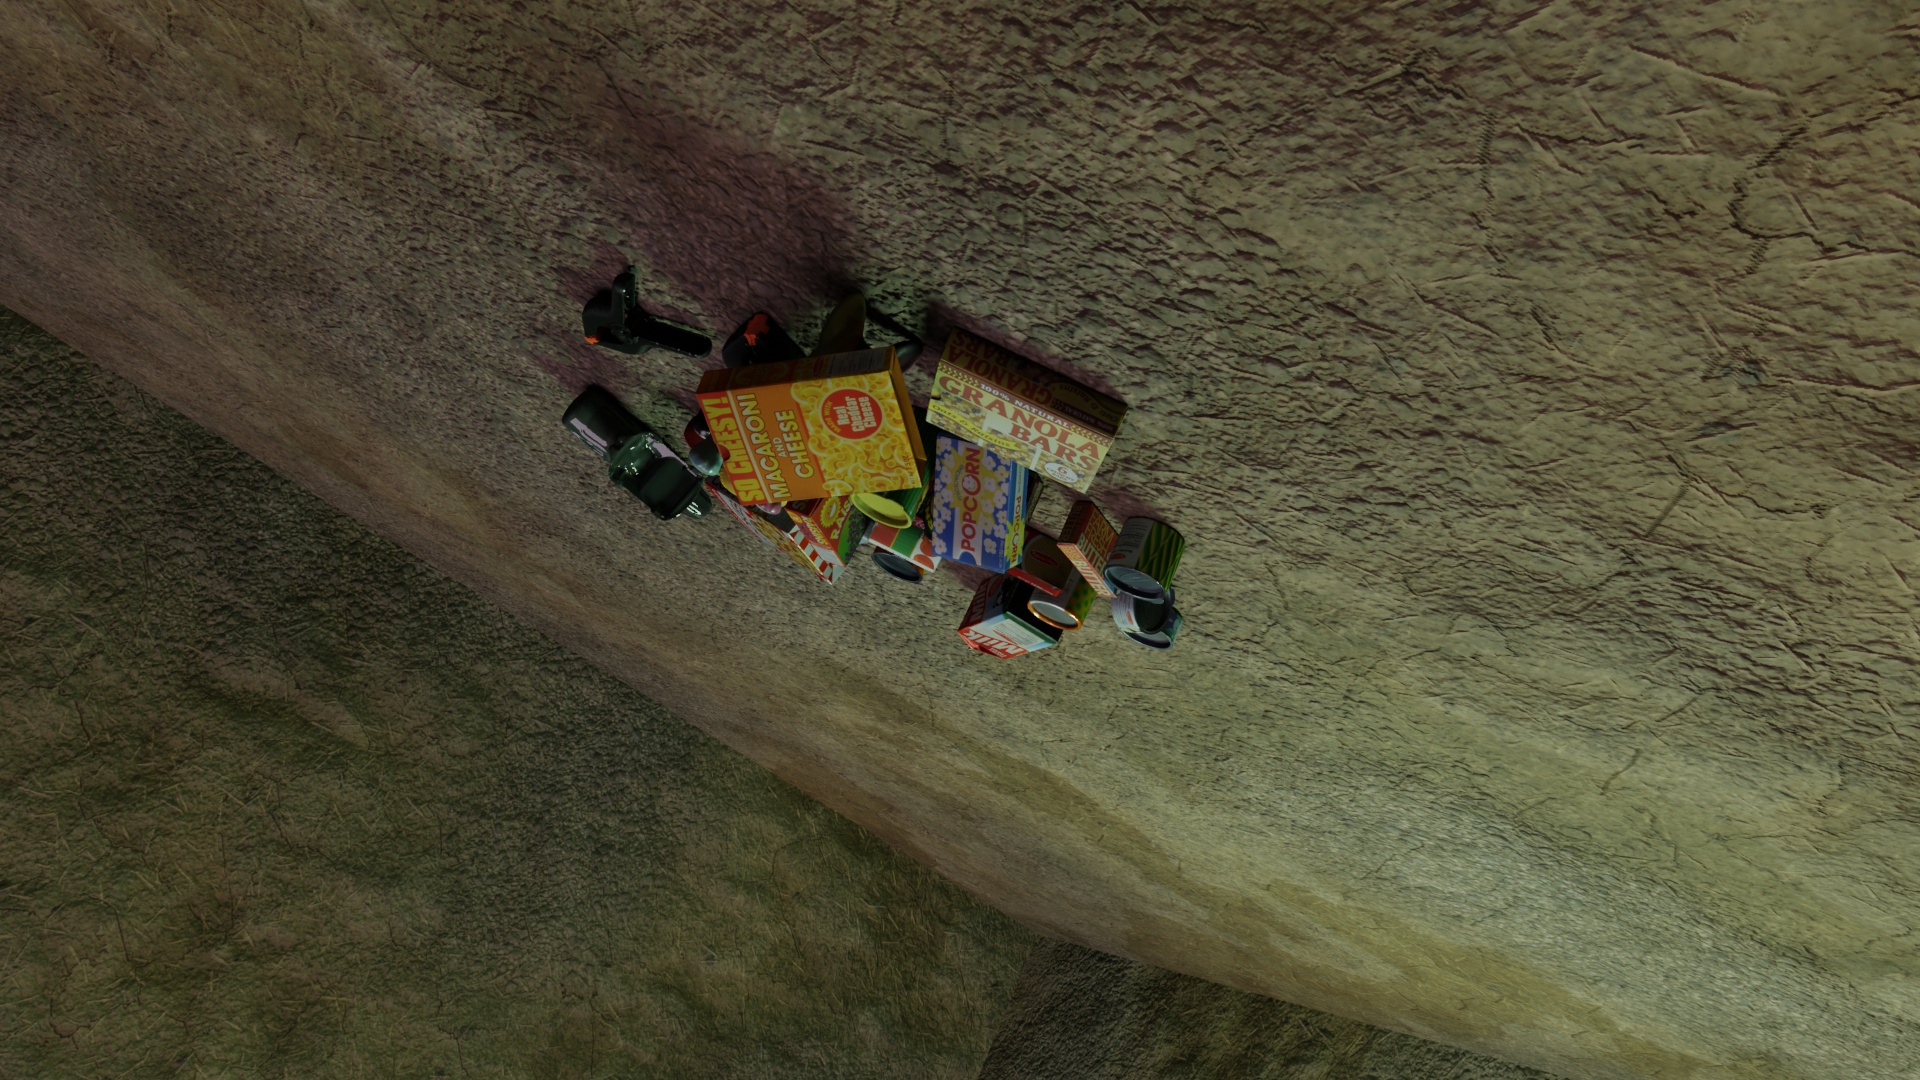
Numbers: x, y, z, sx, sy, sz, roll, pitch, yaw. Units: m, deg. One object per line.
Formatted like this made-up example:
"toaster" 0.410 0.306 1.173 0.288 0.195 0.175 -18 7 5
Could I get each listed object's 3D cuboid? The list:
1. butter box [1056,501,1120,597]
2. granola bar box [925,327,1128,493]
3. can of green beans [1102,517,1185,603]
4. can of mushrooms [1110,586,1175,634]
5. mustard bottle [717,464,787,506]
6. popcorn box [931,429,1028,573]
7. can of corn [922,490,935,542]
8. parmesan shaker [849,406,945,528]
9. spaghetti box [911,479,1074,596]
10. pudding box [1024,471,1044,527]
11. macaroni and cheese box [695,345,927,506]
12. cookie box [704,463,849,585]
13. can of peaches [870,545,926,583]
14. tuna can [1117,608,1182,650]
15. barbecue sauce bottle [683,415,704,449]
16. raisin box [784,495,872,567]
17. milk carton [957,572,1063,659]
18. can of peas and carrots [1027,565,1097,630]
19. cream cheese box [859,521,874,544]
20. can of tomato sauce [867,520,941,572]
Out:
"butter box" 0.137 0.010 1.403 0.024 0.053 0.103 5 151 39
"granola bar box" 0.055 -0.112 1.233 0.165 0.039 0.123 25 159 3
"can of green beans" 0.181 0.018 1.365 0.071 0.058 0.071 22 158 10
"can of mushrooms" 0.191 0.064 1.454 0.033 0.071 0.071 2 148 46
"mustard bottle" -0.240 -0.076 1.631 0.160 0.065 0.048 8 144 50
"popcorn box" 0.019 -0.041 1.343 0.085 0.038 0.126 14 112 28
"can of corn" -0.002 -0.031 1.443 0.071 0.071 0.058 29 158 -8
"parmesan shaker" -0.055 -0.073 1.361 0.071 0.103 0.071 23 159 9
"spaghetti box" 0.005 -0.019 1.493 0.250 0.050 0.028 27 157 -1
"pudding box" 0.036 -0.049 1.388 0.084 0.050 0.030 15 158 28
"macaroni and cheese box" -0.124 -0.094 1.173 0.166 0.040 0.123 -6 130 12
"cookie box" -0.227 -0.022 1.712 0.168 0.040 0.122 30 164 36
"can of peaches" -0.062 0.008 1.621 0.071 0.058 0.071 23 158 10
"tuna can" 0.208 0.090 1.537 0.071 0.033 0.070 22 159 10
"barbecue sauce bottle" -0.246 -0.115 1.567 0.148 0.044 0.064 3 149 45
"raisin box" -0.145 -0.036 1.575 0.040 0.086 0.123 18 157 25
"milk carton" 0.059 0.088 1.651 0.073 0.072 0.190 32 157 -14
"can of peas and carrots" 0.116 0.061 1.539 0.071 0.059 0.070 23 159 10
"cream cheese box" -0.154 -0.031 1.682 0.104 0.024 0.053 34 160 -18
"can of tomato sauce" -0.052 -0.012 1.555 0.083 0.071 0.071 26 159 -1
